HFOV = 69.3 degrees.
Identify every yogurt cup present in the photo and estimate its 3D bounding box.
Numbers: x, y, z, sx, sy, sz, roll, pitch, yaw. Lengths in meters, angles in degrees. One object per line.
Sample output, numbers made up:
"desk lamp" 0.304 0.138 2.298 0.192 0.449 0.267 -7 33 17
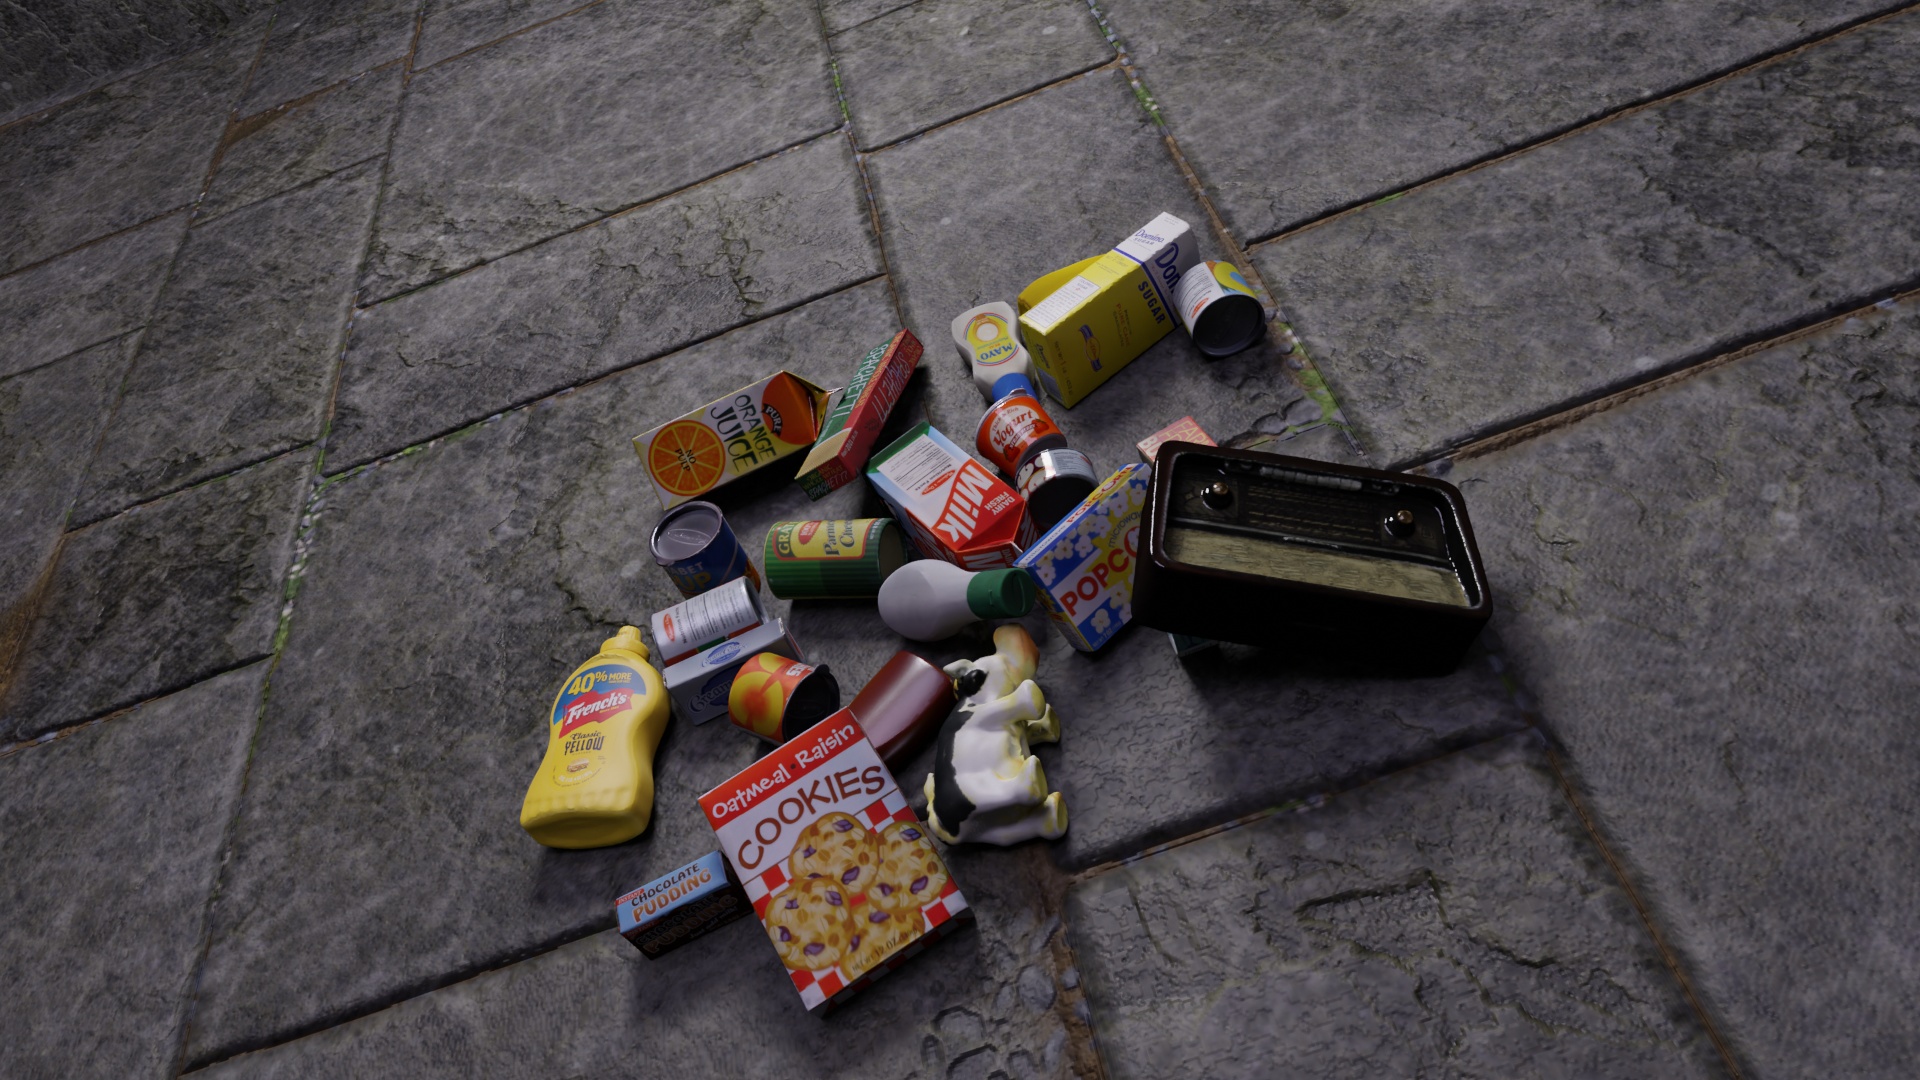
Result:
"yogurt cup" 0.054 -0.084 1.184 0.072 0.072 0.054 -35 54 -11

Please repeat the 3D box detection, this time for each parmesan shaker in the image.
"parmesan shaker" -0.101 0.014 1.154 0.103 0.071 0.072 -2 48 20

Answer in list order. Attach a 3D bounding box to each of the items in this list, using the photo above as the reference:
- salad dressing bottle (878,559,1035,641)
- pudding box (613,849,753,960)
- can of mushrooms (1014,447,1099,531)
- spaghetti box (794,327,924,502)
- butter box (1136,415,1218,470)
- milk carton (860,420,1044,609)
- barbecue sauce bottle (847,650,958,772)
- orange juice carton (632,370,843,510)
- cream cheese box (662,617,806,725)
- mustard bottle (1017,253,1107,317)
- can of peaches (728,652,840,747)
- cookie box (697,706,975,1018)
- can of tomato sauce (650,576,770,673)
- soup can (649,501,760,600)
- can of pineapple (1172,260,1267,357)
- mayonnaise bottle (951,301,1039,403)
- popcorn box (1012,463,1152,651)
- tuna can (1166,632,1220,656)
"salad dressing bottle" -0.004 0.044 1.059 0.044 0.064 0.147 -11 2 -39
"pudding box" -0.194 0.256 0.976 0.084 0.049 0.030 -25 46 -2
"can of mushrooms" 0.079 -0.039 1.131 0.071 0.070 0.033 -20 46 4
"spaghetti box" -0.086 -0.118 1.242 0.050 0.028 0.251 -26 24 28
"butter box" 0.191 -0.056 1.129 0.053 0.024 0.104 -29 45 -4
"milk carton" 0.004 -0.014 1.132 0.073 0.072 0.191 -37 45 -13
"barbecue sauce bottle" -0.069 0.150 1.028 0.065 0.043 0.149 26 63 38
"orange juice carton" -0.195 -0.101 1.275 0.193 0.073 0.072 -25 5 -2
"cream cheese box" -0.178 0.105 1.107 0.104 0.053 0.024 -24 42 0
"mustard bottle" 0.133 -0.234 1.293 0.160 0.065 0.049 -27 40 -9
"can of peaches" -0.134 0.122 1.063 0.058 0.071 0.071 14 55 33
"cookie box" -0.086 0.215 0.945 0.123 0.040 0.168 -31 63 -7
"can of tomato sauce" -0.201 0.075 1.138 0.083 0.071 0.071 -23 45 0
"soup can" -0.218 0.020 1.181 0.071 0.083 0.072 -12 46 12
"can of pineapple" 0.228 -0.204 1.225 0.071 0.070 0.058 -21 45 3
"mayonnaise bottle" 0.037 -0.161 1.277 0.065 0.041 0.149 -20 44 1
"popcorn box" 0.113 0.012 1.051 0.127 0.085 0.038 -41 14 -17
"tuna can" 0.161 0.047 1.012 0.033 0.070 0.071 -21 45 4
